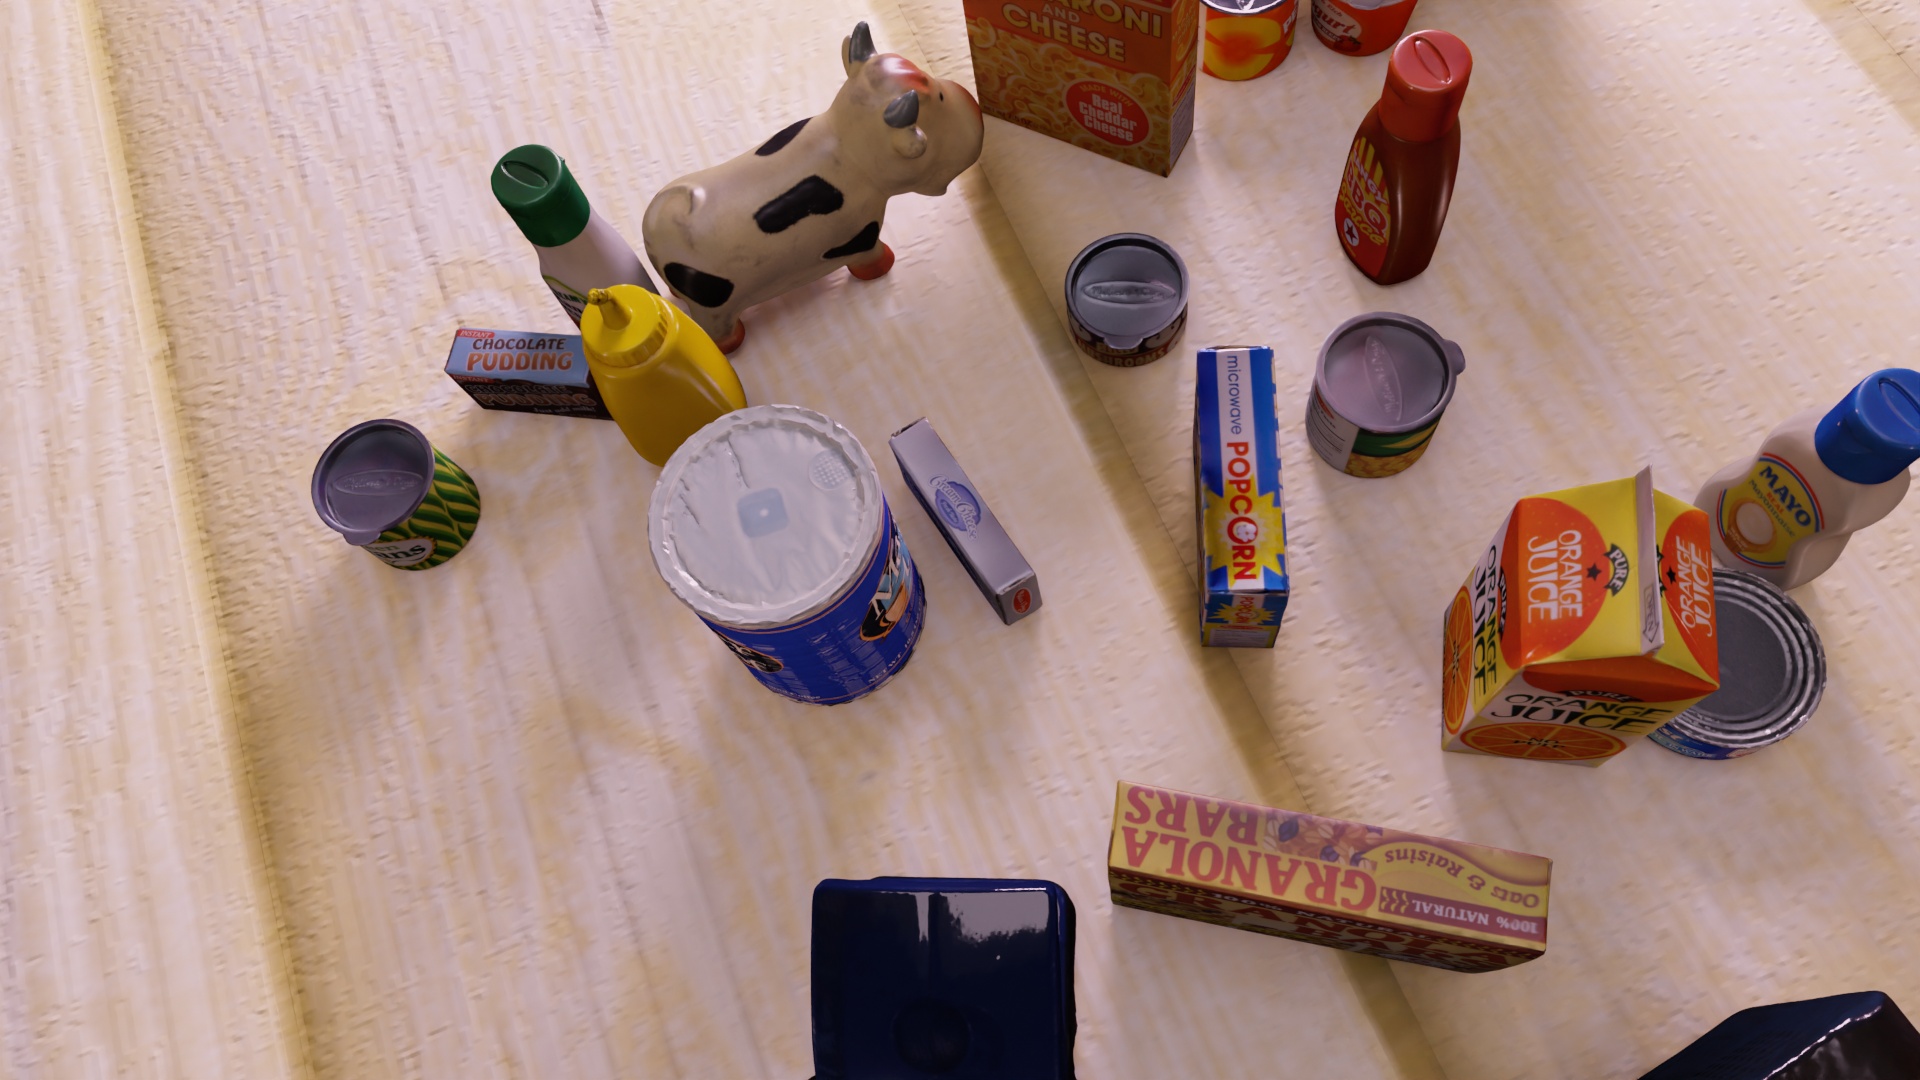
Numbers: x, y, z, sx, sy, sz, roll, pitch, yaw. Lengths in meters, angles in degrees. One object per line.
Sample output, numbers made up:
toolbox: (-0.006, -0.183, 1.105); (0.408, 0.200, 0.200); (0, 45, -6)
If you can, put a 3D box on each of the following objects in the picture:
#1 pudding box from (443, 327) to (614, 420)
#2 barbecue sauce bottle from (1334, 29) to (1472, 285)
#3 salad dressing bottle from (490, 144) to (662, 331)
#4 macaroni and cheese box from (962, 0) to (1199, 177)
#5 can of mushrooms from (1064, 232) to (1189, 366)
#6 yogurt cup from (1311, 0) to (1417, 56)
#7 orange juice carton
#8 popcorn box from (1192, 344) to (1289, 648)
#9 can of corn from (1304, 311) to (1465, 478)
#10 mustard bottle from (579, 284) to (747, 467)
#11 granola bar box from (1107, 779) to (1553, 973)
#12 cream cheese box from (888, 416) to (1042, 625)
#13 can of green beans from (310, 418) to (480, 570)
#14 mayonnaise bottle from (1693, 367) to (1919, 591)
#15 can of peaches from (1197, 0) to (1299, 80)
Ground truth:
pudding box: (-0.232, -0.092, 0.764); (0.084, 0.049, 0.030); (6, 70, 9)
barbecue sauce bottle: (0.222, -0.191, 0.695); (0.044, 0.148, 0.065); (-22, 68, -1)
salad dressing bottle: (-0.199, -0.150, 0.730); (0.064, 0.147, 0.044); (28, 75, 16)
macaroni and cheese box: (0.063, -0.275, 0.737); (0.124, 0.166, 0.040); (24, 74, 15)
can of mushrooms: (0.089, -0.127, 0.747); (0.071, 0.033, 0.071); (-2, 69, 6)
yogurt cup: (0.231, -0.316, 0.793); (0.072, 0.053, 0.072); (-2, 69, 6)
orange juice carton: (0.256, 0.037, 0.577); (0.073, 0.192, 0.072); (5, 70, 9)
popcorn box: (0.134, -0.020, 0.672); (0.038, 0.085, 0.127); (-1, 69, 7)
can of corn: (0.212, -0.072, 0.698); (0.071, 0.058, 0.071); (-2, 69, 6)
mustard bottle: (-0.152, -0.087, 0.693); (0.065, 0.159, 0.049); (-17, 68, 0)
granola bar box: (0.146, 0.145, 0.585); (0.165, 0.124, 0.039); (9, 71, 10)
cream cheese box: (0.003, -0.009, 0.701); (0.024, 0.053, 0.104); (-32, 69, -6)
can of green beans: (-0.299, -0.023, 0.741); (0.071, 0.057, 0.071); (-2, 69, 6)
mayonnaise bottle: (0.378, -0.027, 0.611); (0.041, 0.147, 0.065); (-26, 68, -3)
can of peaches: (0.163, -0.308, 0.796); (0.071, 0.058, 0.071); (-2, 69, 6)
